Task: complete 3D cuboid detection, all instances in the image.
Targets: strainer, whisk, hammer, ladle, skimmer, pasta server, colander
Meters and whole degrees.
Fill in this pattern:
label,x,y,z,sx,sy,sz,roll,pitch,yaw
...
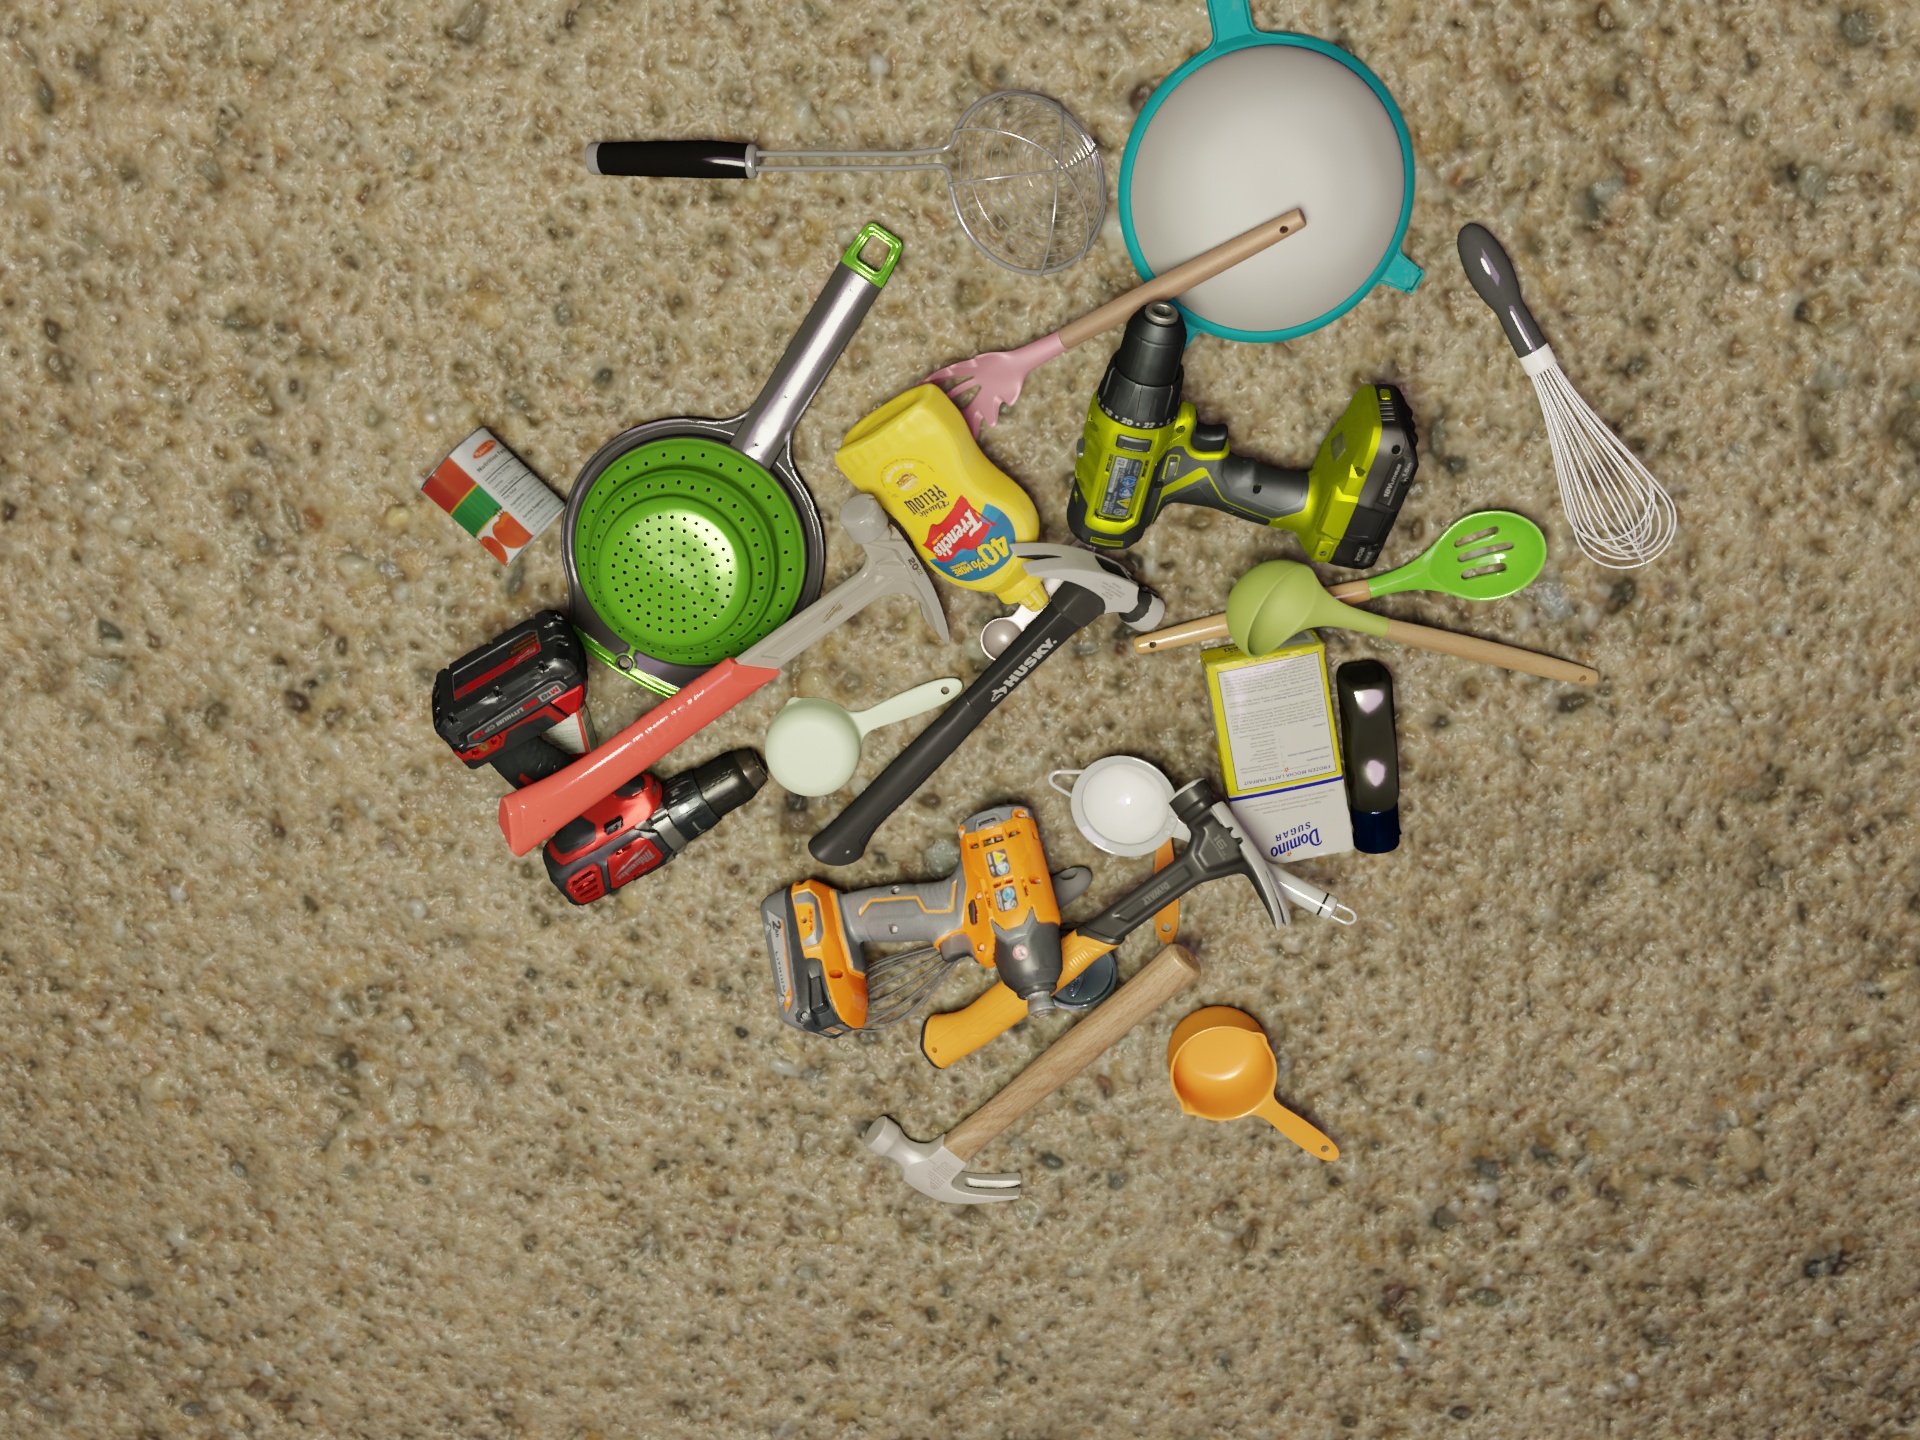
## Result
label,x,y,z,sx,sy,sz,roll,pitch,yaw
strainer,0.190,0.095,1.242,0.258,0.050,0.086,28,117,14
strainer,0.201,-0.424,1.079,0.211,0.095,0.340,-14,108,5
whisk,0.004,0.185,1.302,0.239,0.055,0.055,-31,105,6
hammer,0.073,0.295,1.318,0.130,0.031,0.331,40,114,-14
hammer,-0.177,-0.013,1.164,0.359,0.037,0.148,-36,136,-5
ladle,0.344,-0.058,1.188,0.320,0.062,0.078,12,120,-15
hammer,0.097,0.188,1.252,0.337,0.034,0.127,-39,77,25
skimmer,-0.081,-0.384,1.128,0.363,0.090,0.127,4,88,11
pasta server,0.094,-0.274,1.111,0.316,0.040,0.060,-21,122,29
whisk,0.436,-0.236,1.158,0.070,0.070,0.284,-30,100,10
hammer,-0.002,-0.004,1.222,0.334,0.035,0.146,-45,139,19
colander,-0.161,-0.183,1.161,0.204,0.094,0.397,32,106,-9

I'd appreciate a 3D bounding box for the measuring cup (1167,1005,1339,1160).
label,x,y,z,sx,sy,sz,roll,pitch,yaw
measuring cup,0.248,0.307,1.333,0.173,0.052,0.095,38,104,-12

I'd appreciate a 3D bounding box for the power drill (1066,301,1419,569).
label,x,y,z,sx,sy,sz,roll,pitch,yaw
power drill,0.200,-0.197,1.130,0.228,0.080,0.190,9,137,-4

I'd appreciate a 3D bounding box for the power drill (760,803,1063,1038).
label,x,y,z,sx,sy,sz,roll,pitch,yaw
power drill,-0.031,0.175,1.241,0.226,0.084,0.164,-20,67,12

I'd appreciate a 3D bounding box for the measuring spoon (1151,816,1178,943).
label,x,y,z,sx,sy,sz,roll,pitch,yaw
measuring spoon,0.167,0.130,1.301,0.021,0.011,0.116,-4,111,2

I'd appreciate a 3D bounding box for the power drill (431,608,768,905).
label,x,y,z,sx,sy,sz,roll,pitch,yaw
power drill,-0.270,0.025,1.211,0.188,0.080,0.226,-30,128,0

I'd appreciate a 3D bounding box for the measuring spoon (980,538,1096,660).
label,x,y,z,sx,sy,sz,roll,pitch,yaw
measuring spoon,0.063,-0.096,1.230,0.034,0.018,0.124,42,97,-2

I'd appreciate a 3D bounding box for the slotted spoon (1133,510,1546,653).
label,x,y,z,sx,sy,sz,roll,pitch,yaw
slotted spoon,0.286,-0.096,1.218,0.314,0.031,0.070,-14,107,7

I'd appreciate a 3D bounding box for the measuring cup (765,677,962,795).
label,x,y,z,sx,sy,sz,roll,pitch,yaw
measuring cup,-0.076,0.006,1.248,0.167,0.038,0.083,-22,106,10
